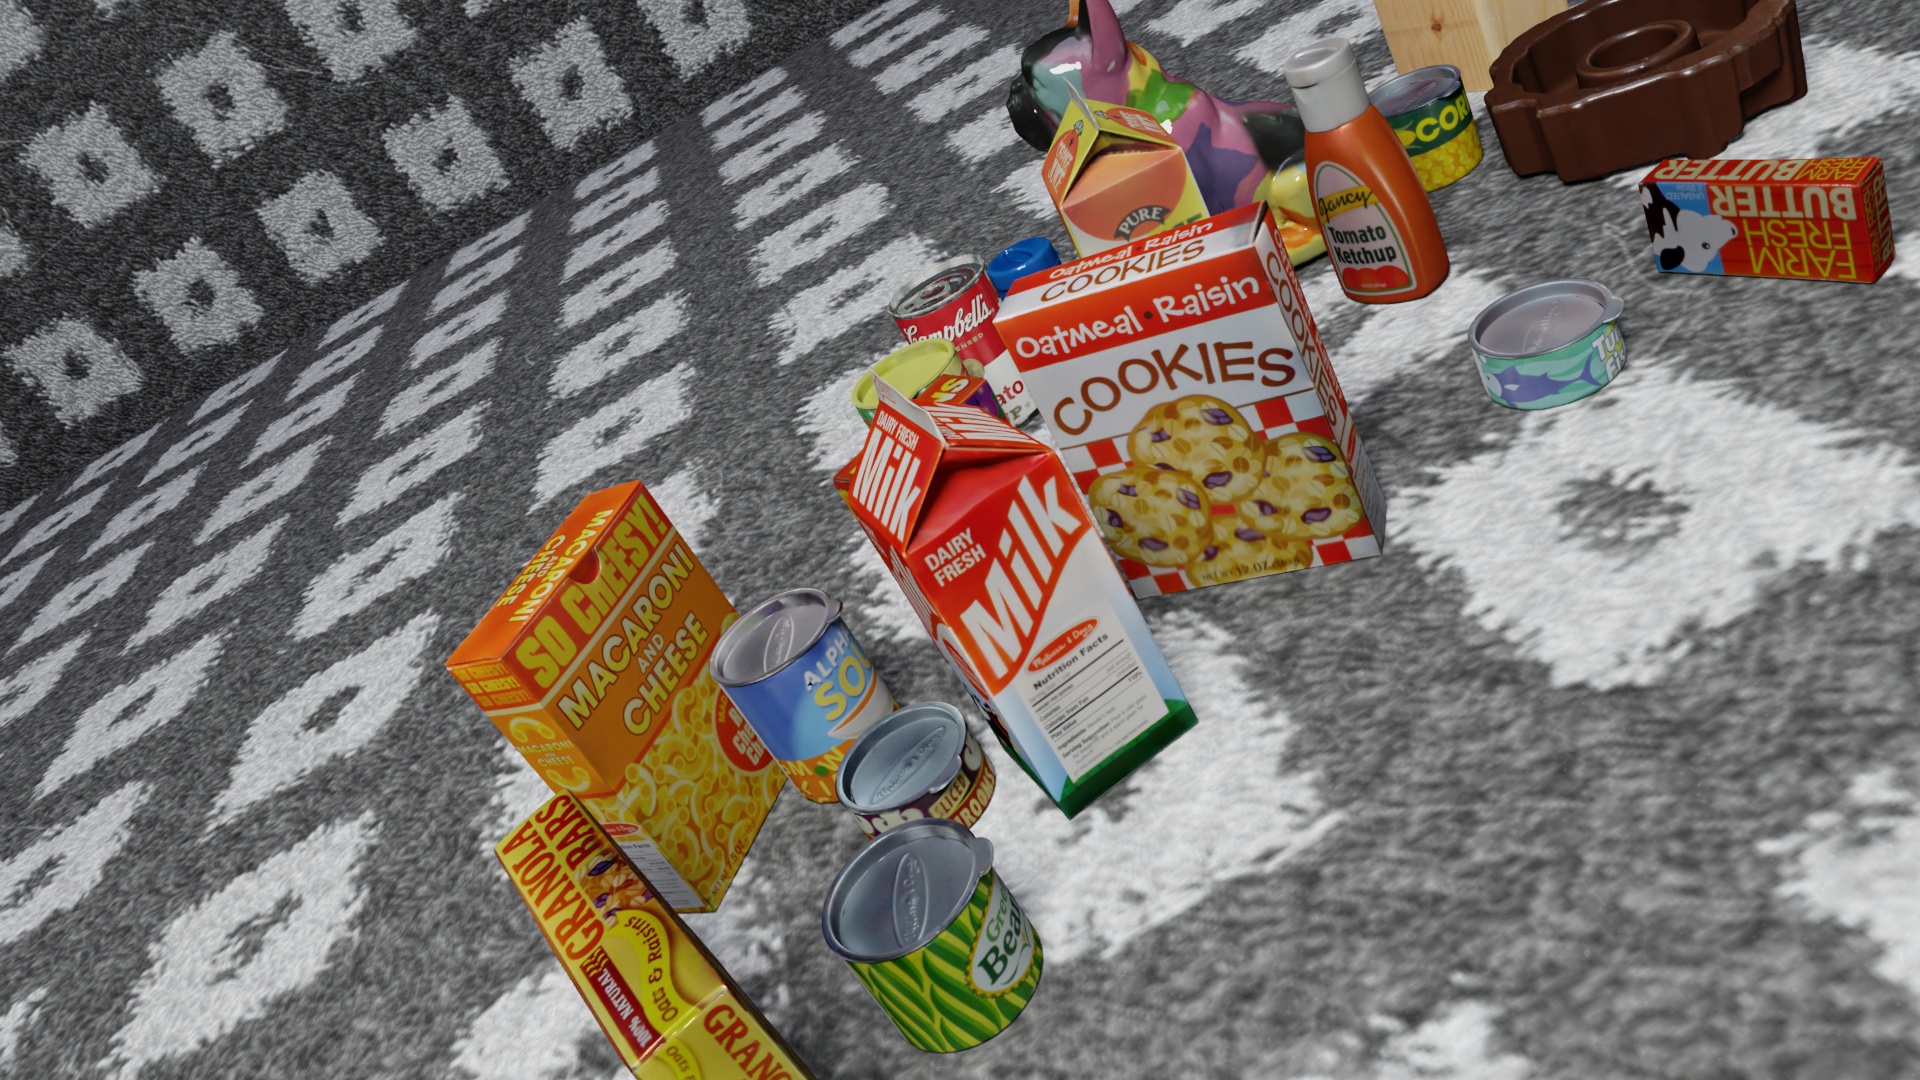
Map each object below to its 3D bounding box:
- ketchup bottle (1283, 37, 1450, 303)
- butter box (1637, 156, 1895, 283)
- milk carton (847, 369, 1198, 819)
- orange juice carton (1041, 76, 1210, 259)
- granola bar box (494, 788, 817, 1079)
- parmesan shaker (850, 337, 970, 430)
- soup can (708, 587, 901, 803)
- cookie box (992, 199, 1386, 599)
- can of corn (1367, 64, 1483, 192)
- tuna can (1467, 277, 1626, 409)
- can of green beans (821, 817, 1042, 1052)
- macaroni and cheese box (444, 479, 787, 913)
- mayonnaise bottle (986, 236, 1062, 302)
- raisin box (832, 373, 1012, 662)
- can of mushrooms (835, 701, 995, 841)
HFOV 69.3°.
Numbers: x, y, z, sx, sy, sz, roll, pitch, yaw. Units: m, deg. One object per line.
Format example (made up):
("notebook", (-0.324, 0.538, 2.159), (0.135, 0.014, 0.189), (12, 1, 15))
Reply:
("ketchup bottle", (0.222, -0.204, 0.775), (0.044, 0.148, 0.065), (-45, 31, -25))
("butter box", (0.374, -0.150, 0.647), (0.024, 0.053, 0.103), (-41, 30, -18))
("milk carton", (0.018, 0.015, 0.573), (0.073, 0.190, 0.072), (-35, 29, -8))
("orange juice carton", (0.103, -0.166, 0.778), (0.073, 0.192, 0.072), (-26, 29, 9))
("granola bar box", (-0.098, 0.171, 0.501), (0.039, 0.123, 0.165), (-40, 30, -18))
("parmesan shaker", (-0.010, -0.054, 0.800), (0.071, 0.102, 0.072), (-23, 29, 14))
("soup can", (-0.069, 0.074, 0.670), (0.071, 0.083, 0.072), (-23, 29, 14))
("cookie box", (0.107, -0.057, 0.629), (0.123, 0.167, 0.040), (-12, 33, 30))
("can of corn", (0.298, -0.263, 0.893), (0.071, 0.058, 0.071), (-23, 29, 14))
("tuna can", (0.283, -0.094, 0.665), (0.071, 0.032, 0.071), (-23, 29, 14))
("can of green beans", (-0.010, 0.149, 0.524), (0.071, 0.057, 0.071), (-23, 29, 14))
("macaroni and cheese box", (-0.146, 0.074, 0.656), (0.040, 0.166, 0.124), (-12, 34, 31))
("mayonnaise bottle", (0.061, -0.090, 0.744), (0.041, 0.147, 0.065), (-37, 29, -12))
("raisin box", (0.002, -0.009, 0.695), (0.086, 0.123, 0.040), (-45, 31, -25))
("can of mushrooms", (-0.019, 0.108, 0.623), (0.071, 0.033, 0.071), (-23, 29, 14))
